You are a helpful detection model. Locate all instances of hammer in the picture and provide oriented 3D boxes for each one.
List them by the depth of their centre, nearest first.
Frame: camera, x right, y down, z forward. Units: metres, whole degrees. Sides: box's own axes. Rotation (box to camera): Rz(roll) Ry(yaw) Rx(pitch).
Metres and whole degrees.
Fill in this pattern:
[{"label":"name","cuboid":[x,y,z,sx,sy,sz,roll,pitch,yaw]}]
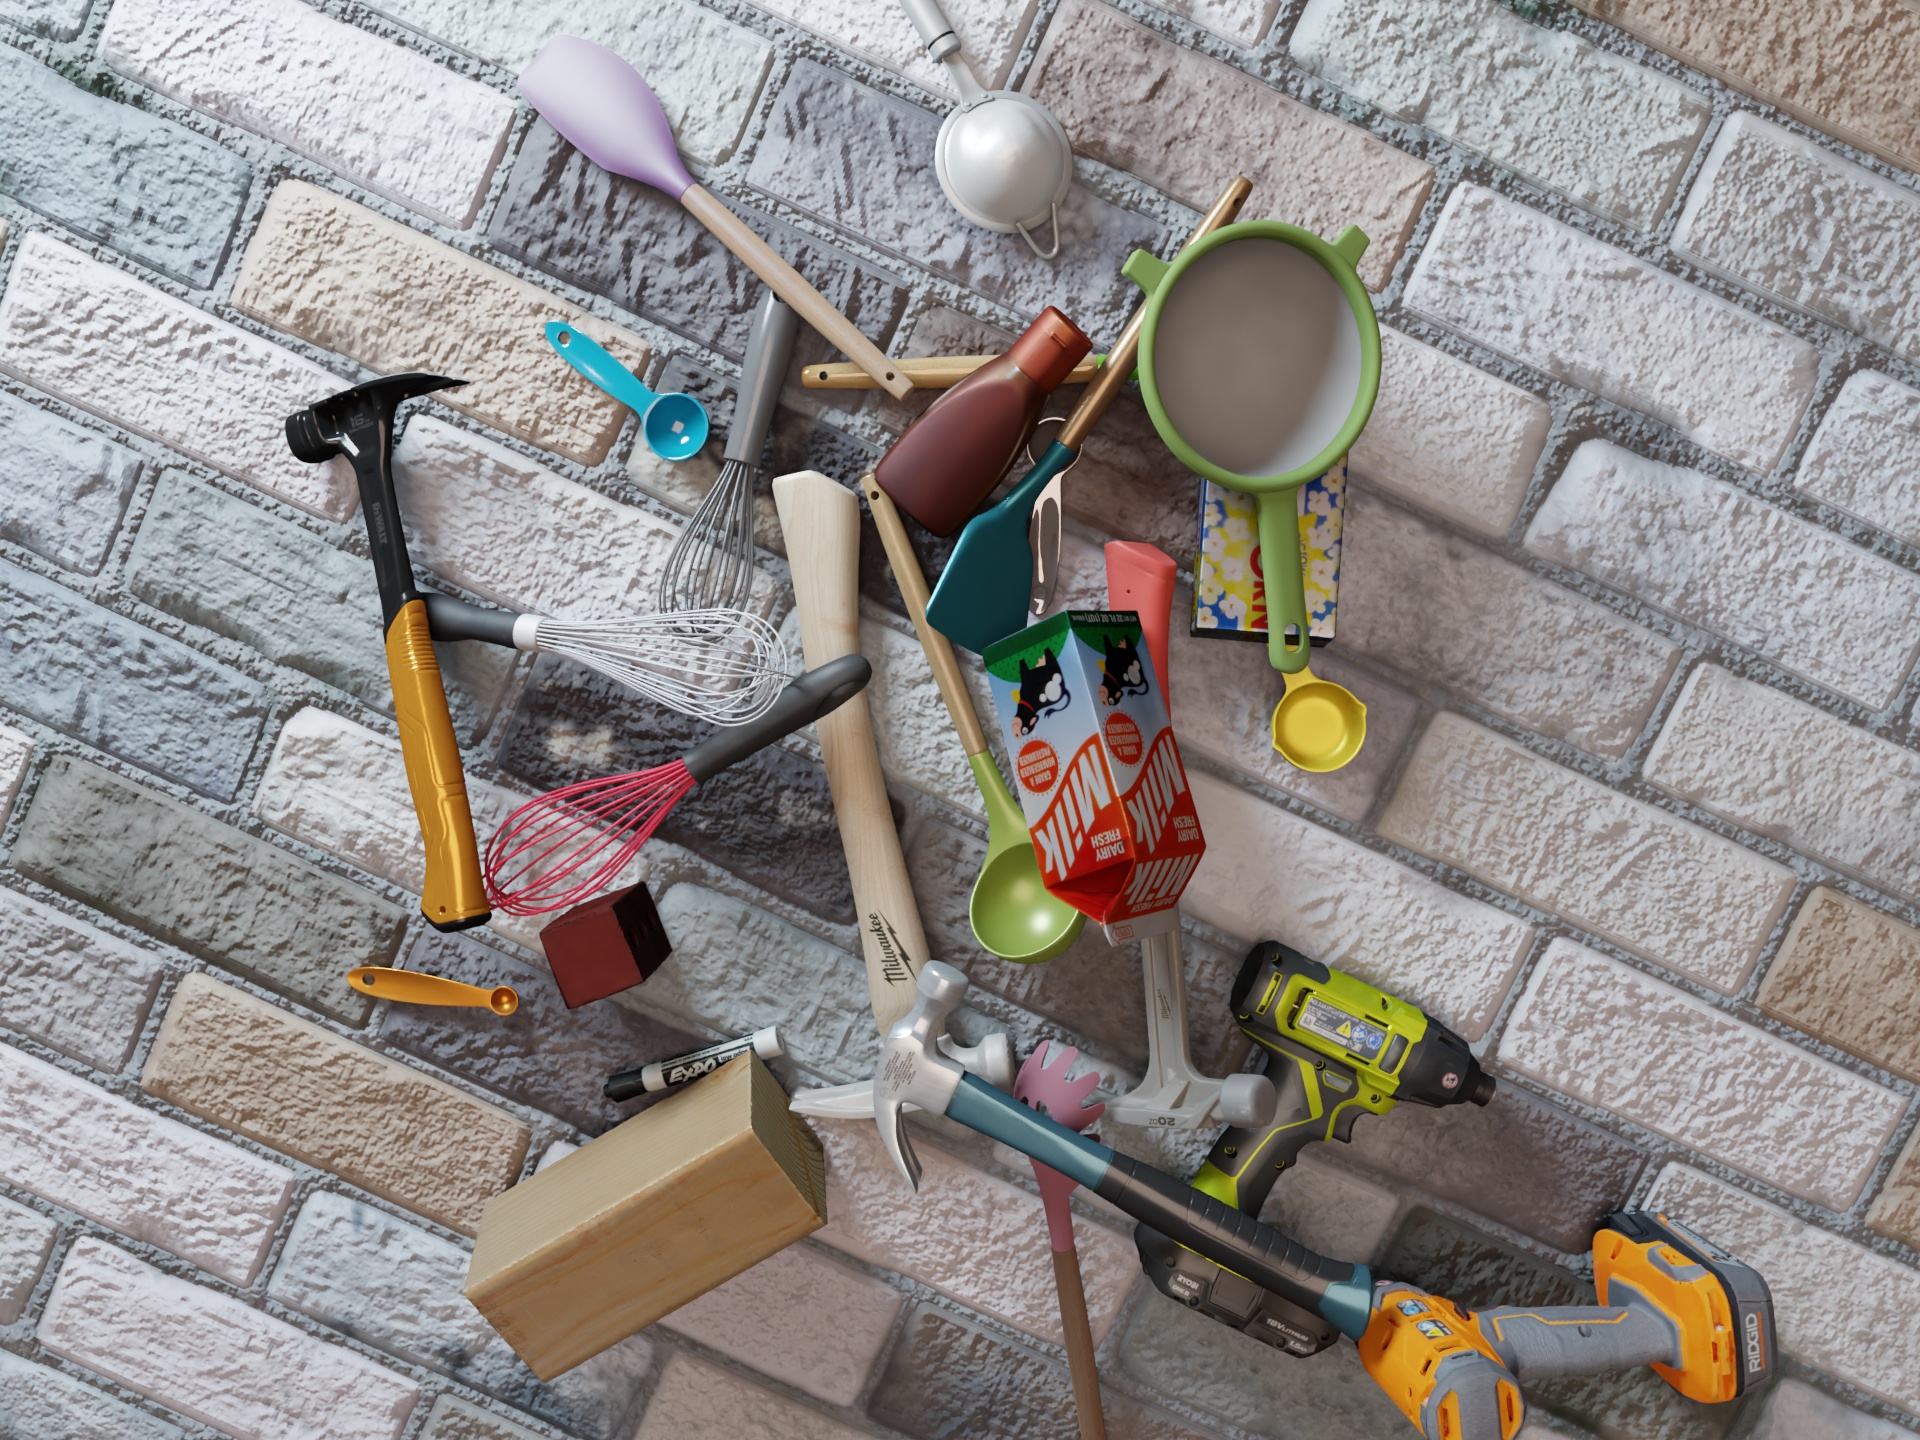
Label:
[{"label":"hammer","cuboid":[0.098,0.274,0.950,0.331,0.033,0.128,28,98,2]},{"label":"hammer","cuboid":[-0.326,-0.040,0.963,0.127,0.034,0.337,-13,88,26]},{"label":"hammer","cuboid":[0.111,0.069,0.986,0.149,0.036,0.359,-6,88,41]},{"label":"hammer","cuboid":[-0.073,0.050,1.007,0.146,0.038,0.410,-10,95,4]}]

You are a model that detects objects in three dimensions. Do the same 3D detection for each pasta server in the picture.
[{"label":"pasta server","cuboid":[0.075,0.357,1.024,0.060,0.040,0.316,5,111,41]}]

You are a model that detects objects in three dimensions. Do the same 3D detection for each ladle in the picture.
[{"label":"ladle","cuboid":[-0.002,-0.003,0.983,0.078,0.062,0.320,-21,90,17]}]

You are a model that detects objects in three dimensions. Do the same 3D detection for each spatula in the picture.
[{"label":"spatula","cuboid":[0.083,-0.181,0.948,0.082,0.044,0.317,25,104,-38]},{"label":"spatula","cuboid":[-0.144,-0.304,0.962,0.316,0.018,0.060,44,93,5]}]

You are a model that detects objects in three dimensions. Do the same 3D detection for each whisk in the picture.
[{"label":"whisk","cuboid":[-0.232,-0.048,0.965,0.285,0.070,0.070,10,97,18]},{"label":"whisk","cuboid":[-0.181,0.038,0.982,0.296,0.073,0.073,-31,95,10]},{"label":"whisk","cuboid":[-0.138,-0.162,0.983,0.055,0.055,0.239,15,92,0]}]

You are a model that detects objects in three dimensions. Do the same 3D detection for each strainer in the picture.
[{"label":"strainer","cuboid":[0.169,-0.156,0.929,0.151,0.069,0.256,-11,102,-16]},{"label":"strainer","cuboid":[-0.006,-0.397,0.955,0.087,0.050,0.258,-31,91,-11]}]

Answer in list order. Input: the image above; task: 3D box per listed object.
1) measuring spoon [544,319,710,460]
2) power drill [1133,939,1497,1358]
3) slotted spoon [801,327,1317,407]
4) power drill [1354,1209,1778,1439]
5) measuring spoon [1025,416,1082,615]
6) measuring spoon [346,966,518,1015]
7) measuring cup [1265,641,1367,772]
[{"label":"measuring spoon","cuboid":[-0.208,-0.209,0.995,0.128,0.021,0.042,39,98,7]},{"label":"power drill","cuboid":[0.221,0.273,1.003,0.171,0.080,0.223,26,93,-1]},{"label":"slotted spoon","cuboid":[0.058,-0.218,0.978,0.314,0.031,0.070,-1,99,4]},{"label":"power drill","cuboid":[0.356,0.371,0.982,0.226,0.164,0.084,-8,96,-10]},{"label":"measuring spoon","cuboid":[0.054,-0.128,0.997,0.034,0.018,0.124,6,103,3]},{"label":"measuring spoon","cuboid":[-0.345,0.176,1.043,0.117,0.011,0.021,7,96,4]},{"label":"measuring cup","cuboid":[0.203,-0.041,0.999,0.062,0.029,0.156,-23,83,2]}]
